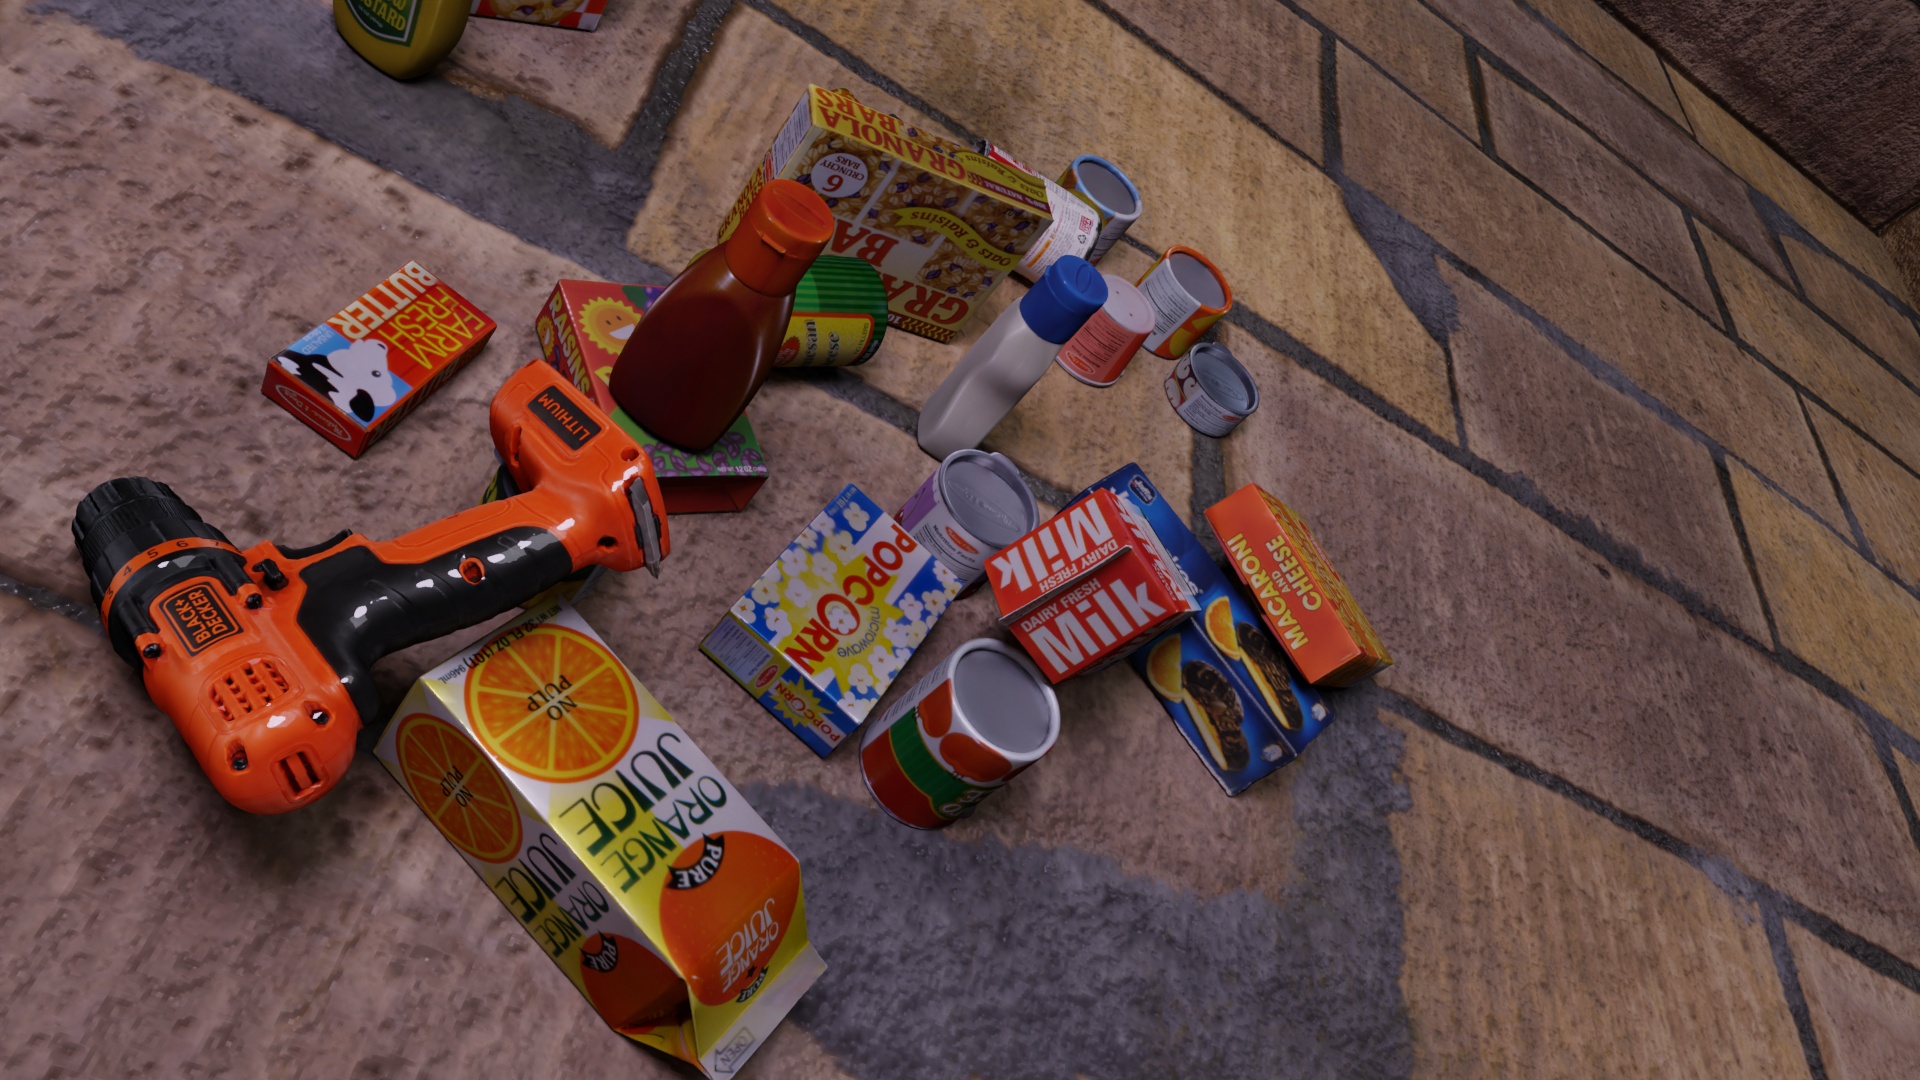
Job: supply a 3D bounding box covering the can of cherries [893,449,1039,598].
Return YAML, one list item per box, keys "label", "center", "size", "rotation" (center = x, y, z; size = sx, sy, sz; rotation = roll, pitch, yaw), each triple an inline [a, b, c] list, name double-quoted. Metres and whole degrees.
- label: "can of cherries"
  center: [0.003, -0.010, 0.789]
  size: [0.071, 0.058, 0.072]
  rotation: [21, 46, -24]

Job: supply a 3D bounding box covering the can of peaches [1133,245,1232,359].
- label: "can of peaches"
  center: [0.165, -0.182, 1.058]
  size: [0.071, 0.057, 0.071]
  rotation: [21, 47, -24]

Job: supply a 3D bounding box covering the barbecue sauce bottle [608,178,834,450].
- label: "barbecue sauce bottle"
  center: [-0.109, -0.105, 0.646]
  size: [0.065, 0.148, 0.044]
  rotation: [36, 43, -11]

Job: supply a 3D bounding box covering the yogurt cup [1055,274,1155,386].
- label: "yogurt cup"
  center: [0.101, -0.151, 0.985]
  size: [0.072, 0.053, 0.073]
  rotation: [21, 47, -24]

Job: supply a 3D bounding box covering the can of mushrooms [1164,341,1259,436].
- label: "can of mushrooms"
  center: [0.188, -0.114, 1.041]
  size: [0.071, 0.033, 0.071]
  rotation: [21, 47, -24]

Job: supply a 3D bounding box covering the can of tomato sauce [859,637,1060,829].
- label: "can of tomato sauce"
  center: [0.001, 0.097, 0.682]
  size: [0.071, 0.082, 0.071]
  rotation: [22, 47, -25]

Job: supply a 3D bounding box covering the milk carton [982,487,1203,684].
- label: "milk carton"
  center: [0.070, 0.024, 0.720]
  size: [0.073, 0.072, 0.190]
  rotation: [60, 11, 10]

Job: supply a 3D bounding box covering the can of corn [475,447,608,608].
- label: "can of corn"
  center: [-0.188, -0.011, 0.635]
  size: [0.071, 0.058, 0.071]
  rotation: [22, 47, -25]

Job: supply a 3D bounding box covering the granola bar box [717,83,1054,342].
- label: "granola bar box"
  center: [-0.047, -0.193, 0.845]
  size: [0.166, 0.123, 0.039]
  rotation: [14, 50, -31]

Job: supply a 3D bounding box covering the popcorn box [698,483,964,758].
- label: "popcorn box"
  center: [-0.062, 0.037, 0.713]
  size: [0.085, 0.038, 0.127]
  rotation: [42, 41, -4]

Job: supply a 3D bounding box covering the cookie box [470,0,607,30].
- label: "cookie box"
  center: [-0.272, -0.365, 0.802]
  size: [0.168, 0.122, 0.040]
  rotation: [-10, 64, -43]

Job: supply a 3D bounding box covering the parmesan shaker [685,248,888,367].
- label: "parmesan shaker"
  center: [-0.099, -0.133, 0.795]
  size: [0.103, 0.071, 0.071]
  rotation: [-7, 63, -42]

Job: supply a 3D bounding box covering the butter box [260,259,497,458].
- label: "butter box"
  center: [-0.271, -0.088, 0.655]
  size: [0.053, 0.024, 0.104]
  rotation: [38, 42, -8]

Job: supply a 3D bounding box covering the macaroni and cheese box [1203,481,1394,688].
- label: "macaroni and cheese box"
  center: [0.221, 0.034, 0.894]
  size: [0.124, 0.040, 0.166]
  rotation: [61, 18, 18]

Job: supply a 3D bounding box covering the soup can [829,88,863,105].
- label: "soup can"
  center: [-0.072, -0.241, 0.910]
  size: [0.084, 0.071, 0.072]
  rotation: [49, 41, 5]

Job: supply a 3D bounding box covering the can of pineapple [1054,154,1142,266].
- label: "can of pineapple"
  center: [0.095, -0.252, 1.057]
  size: [0.071, 0.057, 0.071]
  rotation: [21, 47, -24]

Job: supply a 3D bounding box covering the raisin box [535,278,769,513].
- label: "raisin box"
  center: [-0.161, -0.074, 0.723]
  size: [0.086, 0.040, 0.124]
  rotation: [-4, 62, -40]

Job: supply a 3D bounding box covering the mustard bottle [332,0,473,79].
- label: "mustard bottle"
  center: [-0.282, -0.319, 0.729]
  size: [0.065, 0.159, 0.049]
  rotation: [39, 43, -6]

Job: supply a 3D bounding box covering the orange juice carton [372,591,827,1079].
- label: "orange juice carton"
  center: [-0.137, 0.122, 0.558]
  size: [0.193, 0.072, 0.072]
  rotation: [48, 42, 3]

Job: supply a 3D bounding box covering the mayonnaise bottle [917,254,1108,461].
- label: "mayonnaise bottle"
  center: [0.029, -0.107, 0.820]
  size: [0.041, 0.147, 0.065]
  rotation: [33, 43, -15]
